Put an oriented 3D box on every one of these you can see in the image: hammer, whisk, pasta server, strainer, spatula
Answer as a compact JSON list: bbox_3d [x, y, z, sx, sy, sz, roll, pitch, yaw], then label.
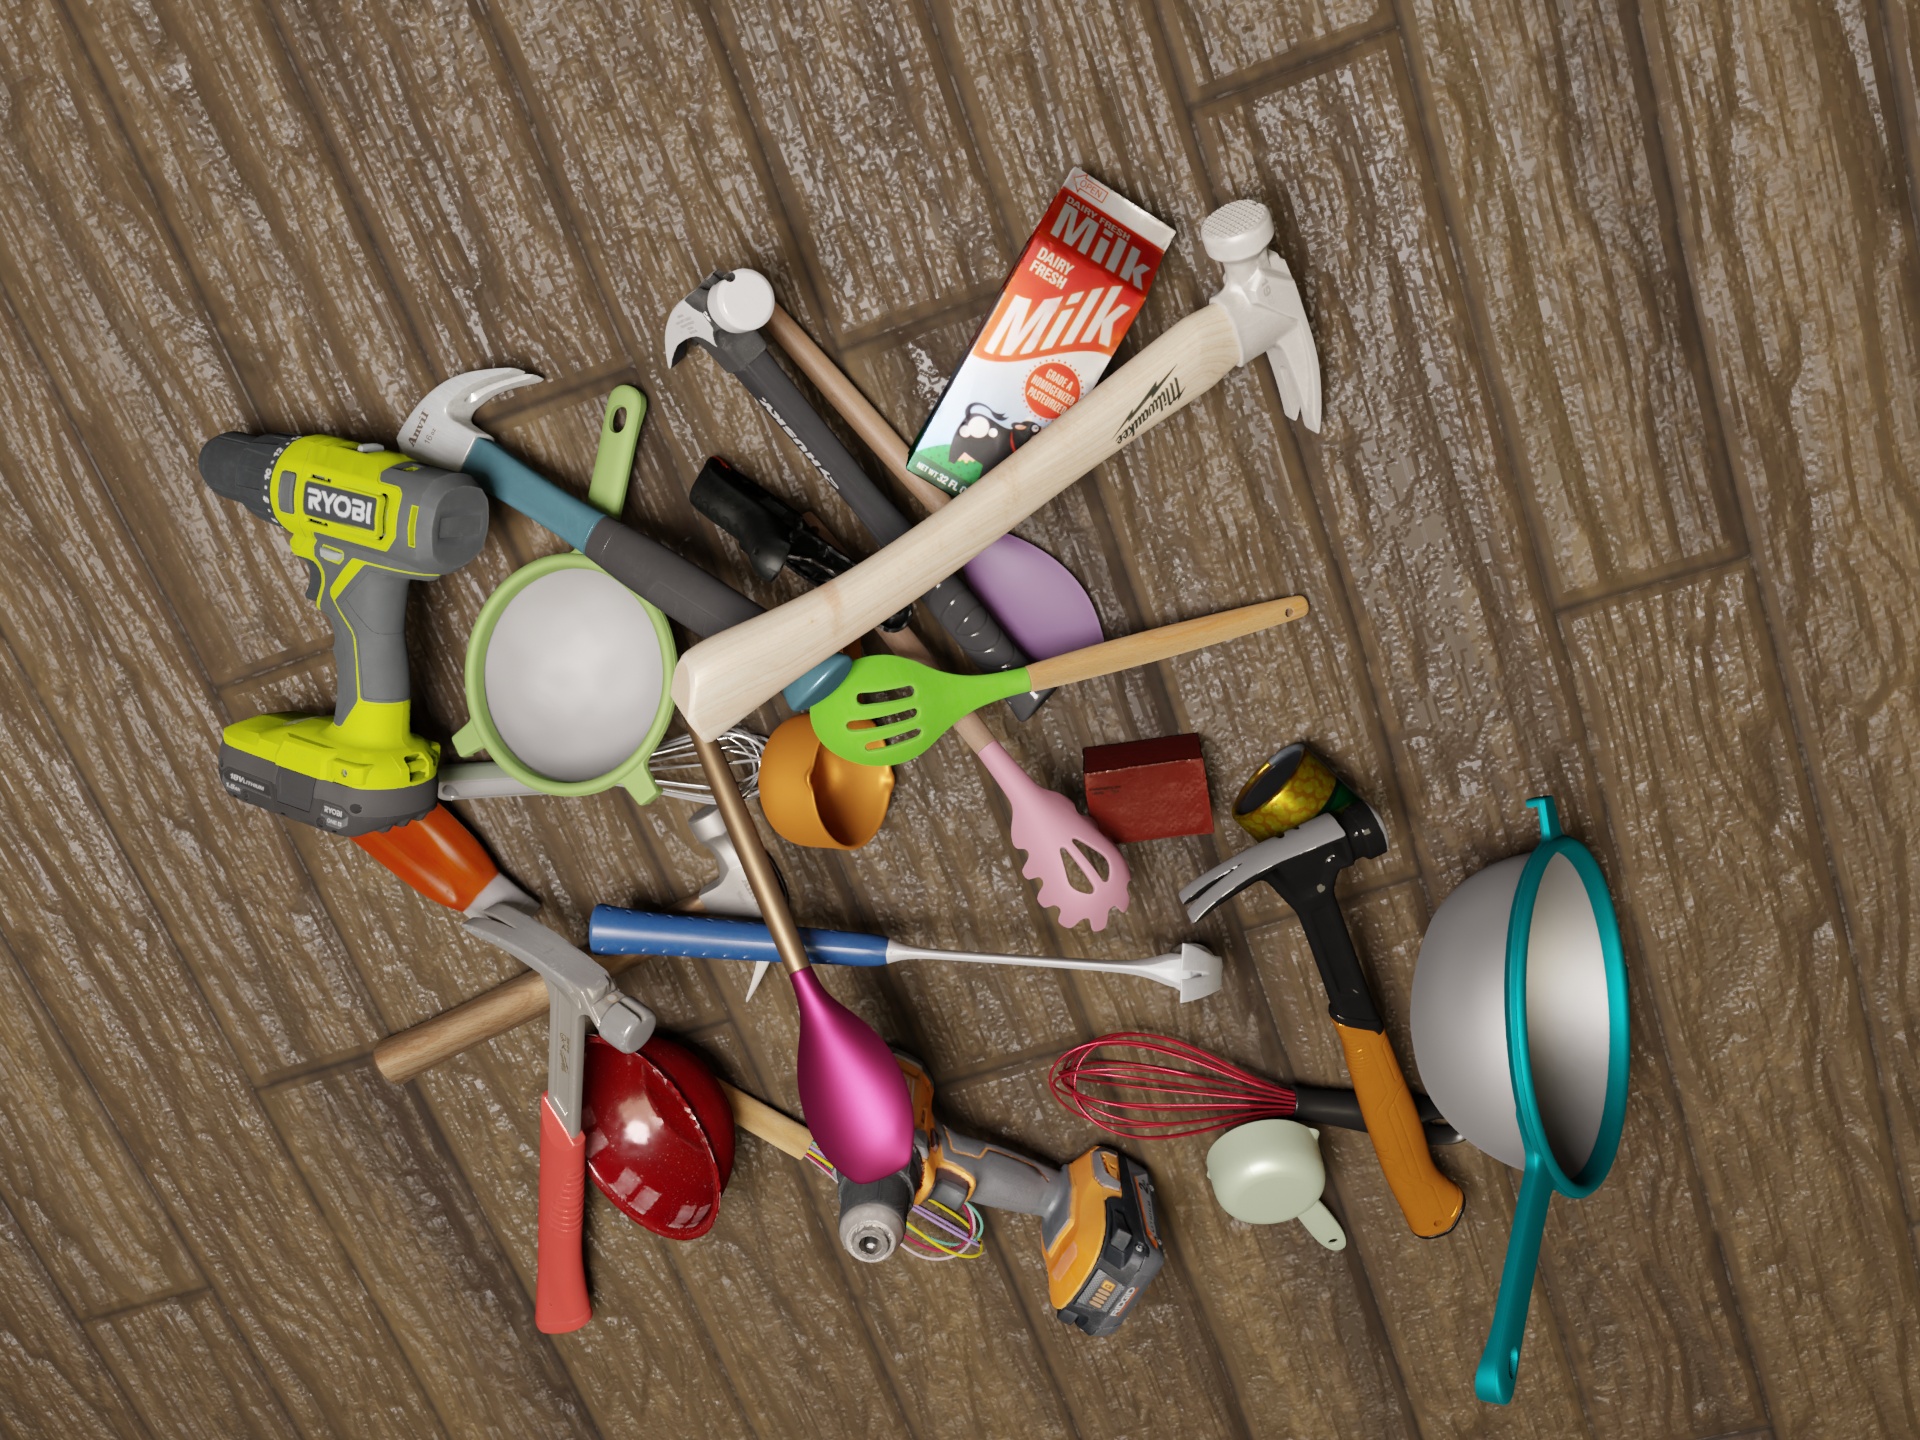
[{"bbox_3d":[-0.283,0.296,1.105,0.149,0.037,0.358,28,126,24],"label":"hammer"},{"bbox_3d":[-0.235,0.035,1.048,0.246,0.059,0.057,-4,135,11],"label":"whisk"},{"bbox_3d":[-0.002,-0.003,0.983,0.060,0.040,0.316,-37,83,-12],"label":"pasta server"},{"bbox_3d":[-0.052,-0.124,0.952,0.035,0.146,0.334,-47,113,-14],"label":"hammer"},{"bbox_3d":[0.023,-0.113,0.878,0.410,0.038,0.146,-36,131,-6],"label":"hammer"},{"bbox_3d":[-0.089,0.313,1.126,0.245,0.047,0.051,30,131,-1],"label":"whisk"},{"bbox_3d":[-0.205,-0.101,0.945,0.331,0.033,0.128,32,101,17],"label":"hammer"},{"bbox_3d":[0.251,0.211,1.012,0.127,0.034,0.336,-25,116,2],"label":"hammer"},{"bbox_3d":[-0.267,0.179,1.105,0.331,0.031,0.130,-27,104,14],"label":"hammer"},{"bbox_3d":[0.205,0.257,1.076,0.296,0.073,0.073,8,109,-5],"label":"whisk"},{"bbox_3d":[0.307,0.224,0.929,0.095,0.341,0.210,-5,135,38],"label":"strainer"},{"bbox_3d":[-0.222,-0.079,1.005,0.151,0.069,0.256,13,92,19],"label":"strainer"},{"bbox_3d":[-0.036,0.147,1.015,0.405,0.144,0.035,3,83,5],"label":"hammer"},{"bbox_3d":[-0.024,-0.149,0.979,0.059,0.018,0.315,-39,102,20],"label":"spatula"}]

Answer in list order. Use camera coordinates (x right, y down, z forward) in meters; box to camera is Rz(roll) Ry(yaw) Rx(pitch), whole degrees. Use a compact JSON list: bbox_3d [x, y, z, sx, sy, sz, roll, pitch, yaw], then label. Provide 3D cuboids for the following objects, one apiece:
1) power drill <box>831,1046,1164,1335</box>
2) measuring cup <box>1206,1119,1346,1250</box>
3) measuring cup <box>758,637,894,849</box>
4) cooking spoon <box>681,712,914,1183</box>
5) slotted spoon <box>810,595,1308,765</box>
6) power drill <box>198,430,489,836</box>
[{"bbox_3d":[0.018,0.319,1.047,0.226,0.185,0.084,28,107,-8],"label":"power drill"},{"bbox_3d":[0.228,0.332,1.079,0.083,0.038,0.167,-28,124,17],"label":"measuring cup"},{"bbox_3d":[-0.089,-0.004,1.013,0.052,0.095,0.174,-3,86,31],"label":"measuring cup"},{"bbox_3d":[-0.109,0.130,0.977,0.069,0.017,0.319,-26,80,11],"label":"cooking spoon"},{"bbox_3d":[0.065,-0.033,0.957,0.313,0.031,0.070,-15,112,-10],"label":"slotted spoon"},{"bbox_3d":[-0.388,-0.061,0.971,0.190,0.080,0.228,15,106,19],"label":"power drill"}]
